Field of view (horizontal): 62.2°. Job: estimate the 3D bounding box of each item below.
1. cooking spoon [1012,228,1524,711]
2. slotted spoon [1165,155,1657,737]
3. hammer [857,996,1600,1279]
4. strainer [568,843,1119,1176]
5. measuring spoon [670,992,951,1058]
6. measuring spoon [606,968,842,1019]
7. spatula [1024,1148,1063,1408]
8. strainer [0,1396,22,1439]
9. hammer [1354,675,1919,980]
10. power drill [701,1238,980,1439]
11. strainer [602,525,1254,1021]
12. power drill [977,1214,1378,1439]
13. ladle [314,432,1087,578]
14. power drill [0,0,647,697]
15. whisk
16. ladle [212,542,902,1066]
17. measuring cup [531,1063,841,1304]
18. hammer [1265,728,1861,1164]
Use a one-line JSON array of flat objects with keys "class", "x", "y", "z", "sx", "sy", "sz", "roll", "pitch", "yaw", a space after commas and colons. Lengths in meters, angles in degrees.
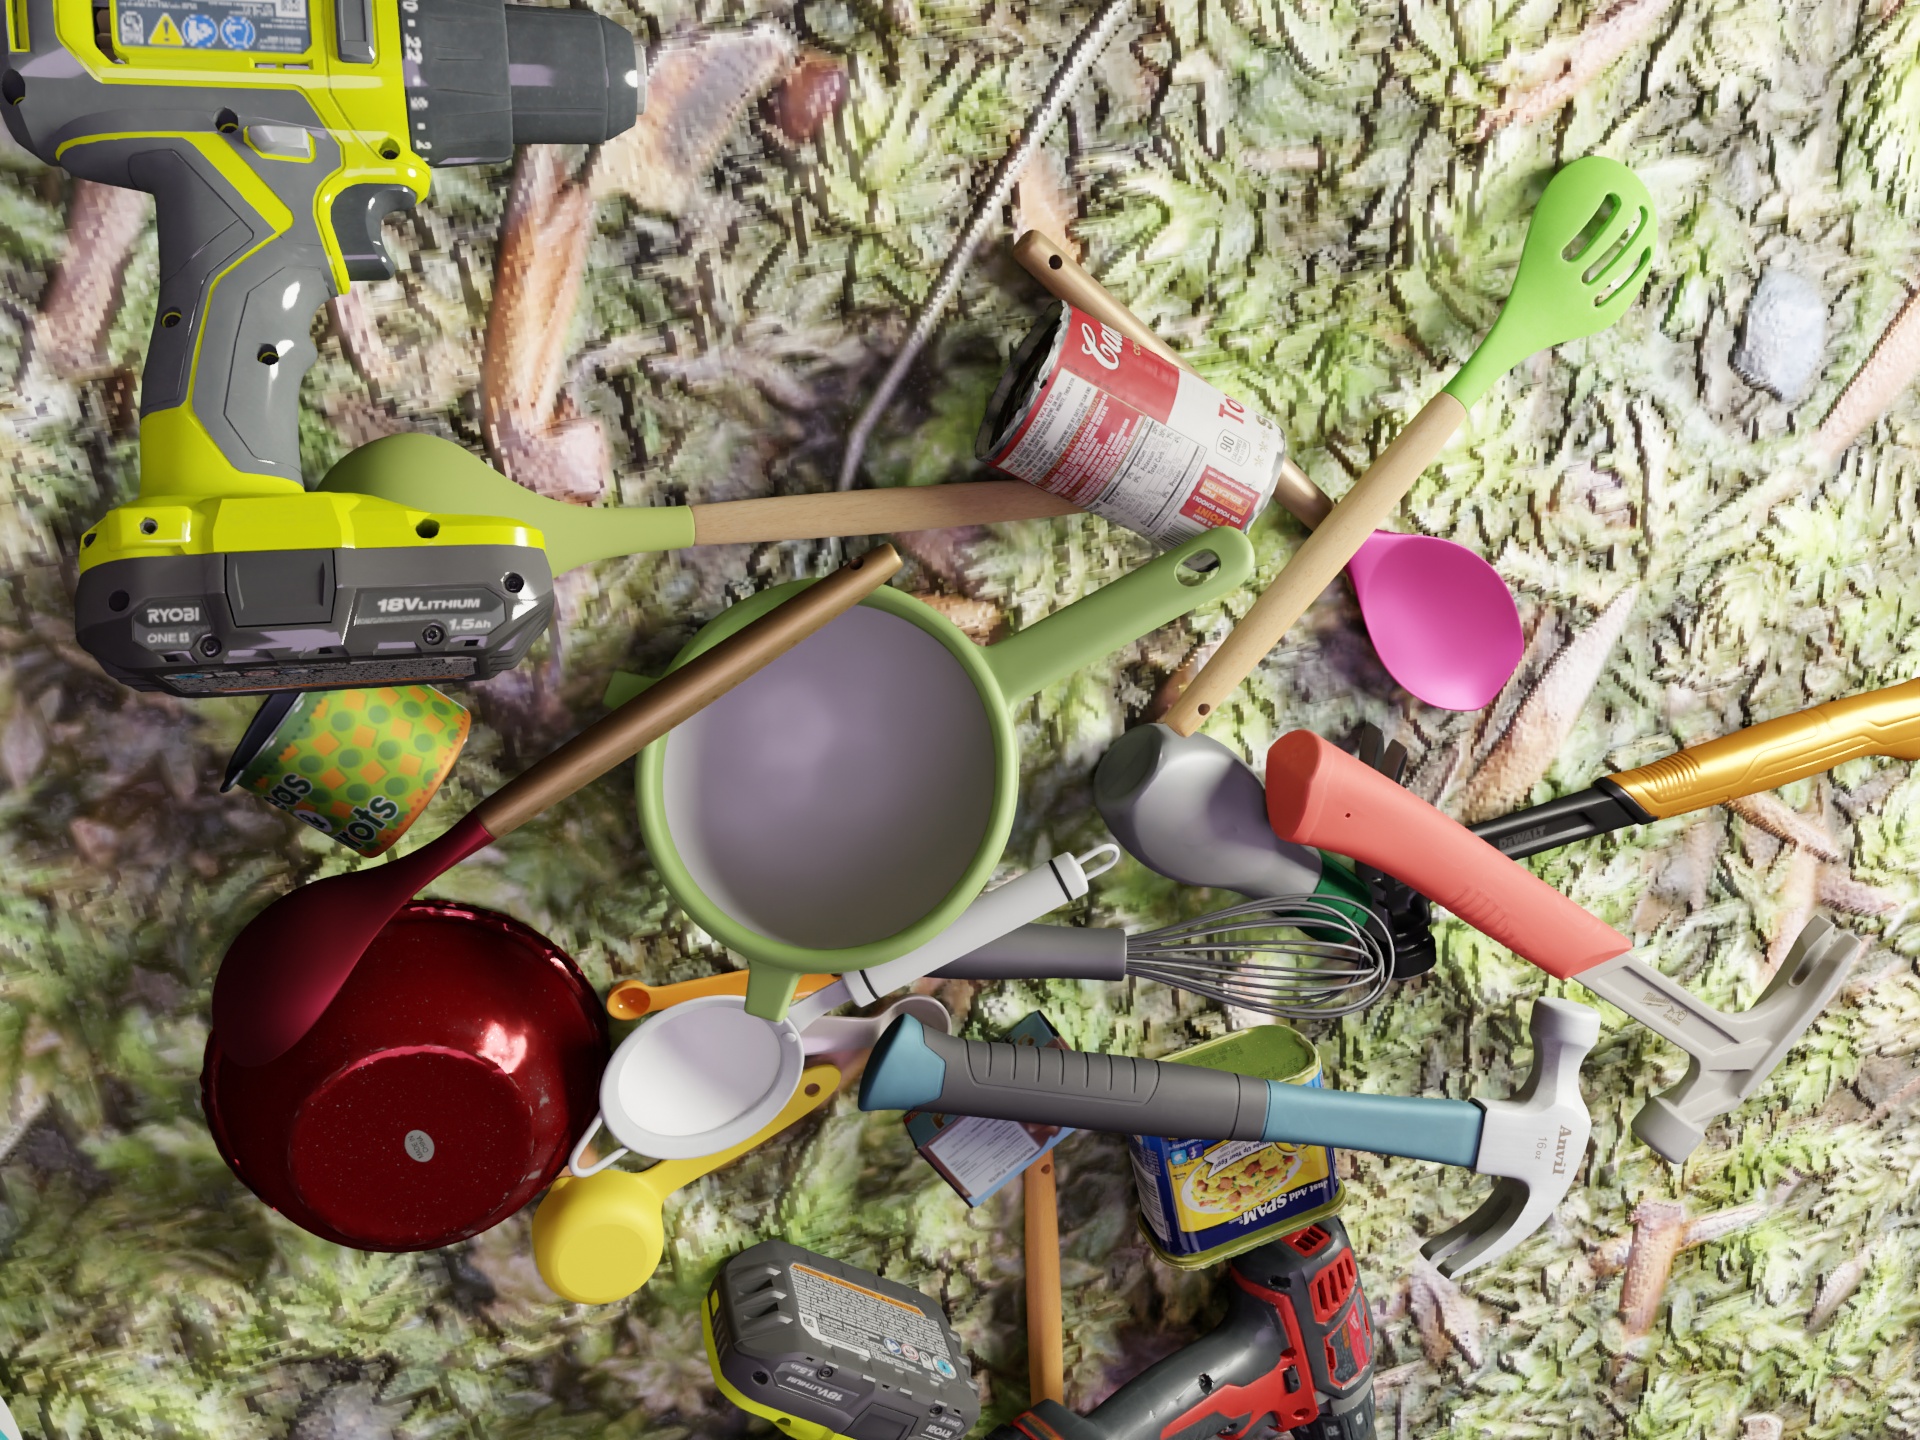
[{"class": "cooking spoon", "x": 0.140, "y": -0.102, "z": 0.682, "sx": 0.318, "sy": 0.017, "sz": 0.069, "roll": 36, "pitch": 91, "yaw": -26}, {"class": "slotted spoon", "x": 0.194, "y": -0.114, "z": 0.676, "sx": 0.070, "sy": 0.031, "sz": 0.314, "roll": 41, "pitch": 89, "yaw": -26}, {"class": "hammer", "x": 0.120, "y": 0.171, "z": 0.710, "sx": 0.331, "sy": 0.033, "sz": 0.128, "roll": 8, "pitch": 92, "yaw": -7}, {"class": "strainer", "x": -0.049, "y": 0.113, "z": 0.664, "sx": 0.258, "sy": 0.050, "sz": 0.086, "roll": -27, "pitch": 128, "yaw": 0}, {"class": "measuring spoon", "x": -0.066, "y": 0.136, "z": 0.706, "sx": 0.124, "sy": 0.018, "sz": 0.034, "roll": 0, "pitch": 107, "yaw": -11}, {"class": "measuring spoon", "x": -0.095, "y": 0.113, "z": 0.689, "sx": 0.117, "sy": 0.011, "sz": 0.021, "roll": -5, "pitch": 125, "yaw": -20}, {"class": "spatula", "x": 0.049, "y": 0.353, "z": 0.805, "sx": 0.081, "sy": 0.041, "sz": 0.322, "roll": -12, "pitch": 111, "yaw": -23}, {"class": "strainer", "x": -0.501, "y": 0.320, "z": 0.585, "sx": 0.340, "sy": 0.095, "sz": 0.210, "roll": -26, "pitch": 112, "yaw": -5}, {"class": "hammer", "x": 0.350, "y": 0.026, "z": 0.789, "sx": 0.337, "sy": 0.034, "sz": 0.127, "roll": -14, "pitch": 114, "yaw": -13}, {"class": "power drill", "x": -0.109, "y": 0.360, "z": 0.738, "sx": 0.171, "sy": 0.080, "sz": 0.223, "roll": 30, "pitch": 101, "yaw": -26}, {"class": "strainer", "x": -0.001, "y": -0.002, "z": 0.625, "sx": 0.256, "sy": 0.069, "sz": 0.151, "roll": -28, "pitch": 78, "yaw": 5}, {"class": "power drill", "x": 0.124, "y": 0.367, "z": 0.793, "sx": 0.226, "sy": 0.080, "sz": 0.187, "roll": -30, "pitch": 117, "yaw": -27}, {"class": "ladle", "x": -0.082, "y": -0.078, "z": 0.613, "sx": 0.320, "sy": 0.062, "sz": 0.078, "roll": -8, "pitch": 104, "yaw": -23}, {"class": "power drill", "x": -0.190, "y": -0.128, "z": 0.500, "sx": 0.190, "sy": 0.080, "sz": 0.228, "roll": -4, "pitch": 85, "yaw": -16}, {"class": "whisk", "x": 0.069, "y": 0.099, "z": 0.695, "sx": 0.239, "sy": 0.055, "sz": 0.055, "roll": 2, "pitch": 109, "yaw": -1}, {"class": "ladle", "x": -0.155, "y": 0.025, "z": 0.595, "sx": 0.315, "sy": 0.069, "sz": 0.031, "roll": -34, "pitch": 136, "yaw": 0}, {"class": "measuring cup", "x": -0.117, "y": 0.203, "z": 0.701, "sx": 0.156, "sy": 0.029, "sz": 0.062, "roll": -33, "pitch": 116, "yaw": -2}, {"class": "hammer", "x": 0.282, "y": 0.091, "z": 0.752, "sx": 0.358, "sy": 0.037, "sz": 0.149, "roll": 31, "pitch": 99, "yaw": -27}]
